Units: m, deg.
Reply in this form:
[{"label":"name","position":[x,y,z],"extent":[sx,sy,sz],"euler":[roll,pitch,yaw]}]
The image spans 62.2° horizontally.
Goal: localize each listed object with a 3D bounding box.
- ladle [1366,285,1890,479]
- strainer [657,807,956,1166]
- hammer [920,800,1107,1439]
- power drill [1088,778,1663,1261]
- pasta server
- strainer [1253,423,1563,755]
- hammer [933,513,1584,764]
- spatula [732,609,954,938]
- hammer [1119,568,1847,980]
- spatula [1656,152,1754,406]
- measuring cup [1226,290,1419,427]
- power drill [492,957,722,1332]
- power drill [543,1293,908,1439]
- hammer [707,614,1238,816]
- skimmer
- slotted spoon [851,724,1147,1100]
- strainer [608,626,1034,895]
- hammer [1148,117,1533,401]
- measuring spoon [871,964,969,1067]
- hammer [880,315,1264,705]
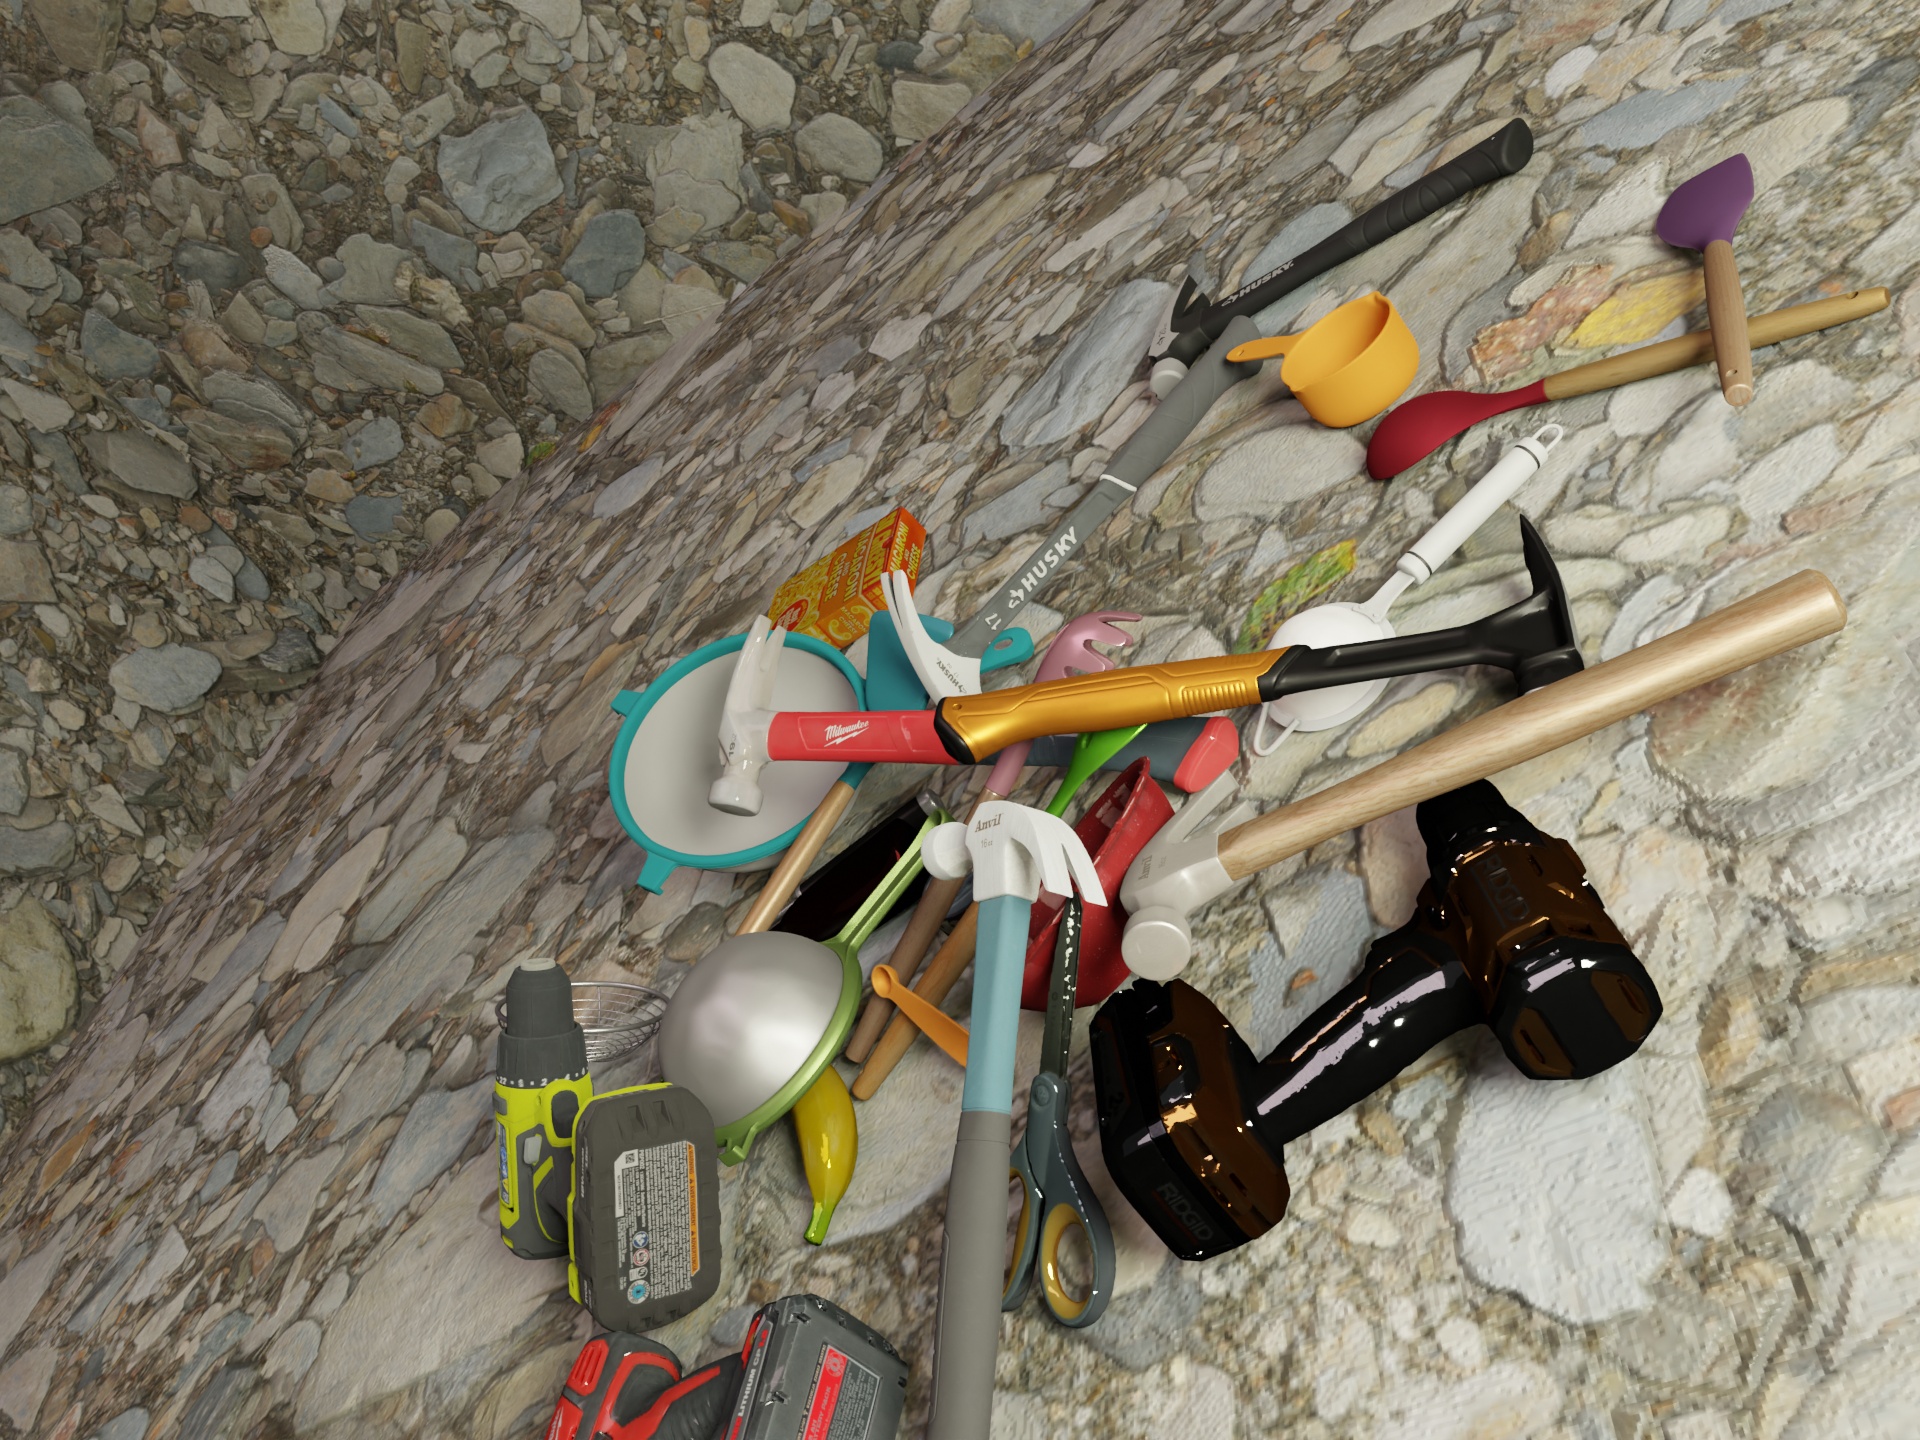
[{"label":"ladle","position":[0.368,-0.198,0.927],"extent":[0.315,0.031,0.069],"euler":[-10,43,47]},{"label":"strainer","position":[-0.103,0.142,0.988],"extent":[0.256,0.069,0.151],"euler":[-50,24,-10]},{"label":"hammer","position":[0.010,0.196,0.737],"extent":[0.128,0.033,0.331],"euler":[-25,54,54]},{"label":"power drill","position":[0.170,0.117,0.702],"extent":[0.226,0.084,0.185],"euler":[-33,21,15]},{"label":"pasta server","position":[0.015,0.069,0.940],"extent":[0.316,0.040,0.060],"euler":[-62,-8,7]},{"label":"strainer","position":[0.253,-0.083,0.913],"extent":[0.258,0.050,0.087],"euler":[-44,42,-5]},{"label":"hammer","position":[0.148,-0.028,0.846],"extent":[0.337,0.034,0.127],"euler":[-9,45,17]},{"label":"spatula","position":[-0.100,0.060,1.112],"extent":[0.082,0.044,0.318],"euler":[12,62,39]},{"label":"hammer","position":[0.223,0.016,0.717],"extent":[0.331,0.031,0.130],"euler":[-26,15,18]},{"label":"spatula","position":[0.426,-0.253,0.897],"extent":[0.060,0.018,0.316],"euler":[-26,24,35]},{"label":"measuring cup","position":[0.254,-0.251,1.137],"extent":[0.095,0.052,0.174],"euler":[-50,25,-10]},{"label":"power drill","position":[-0.231,0.257,0.980],"extent":[0.229,0.080,0.190],"euler":[6,98,57]},{"label":"power drill","position":[-0.142,0.384,0.776],"extent":[0.226,0.080,0.188],"euler":[-28,31,36]},{"label":"hammer","position":[-0.002,-0.003,1.032],"extent":[0.386,0.038,0.143],"euler":[0,71,34]},{"label":"skimmer","position":[-0.176,0.139,1.155],"extent":[0.363,0.090,0.127],"euler":[-37,-2,12]},{"label":"slotted spoon","position":[0.025,0.096,0.926],"extent":[0.313,0.031,0.070],"euler":[-56,9,9]},{"label":"strainer","position":[-0.097,0.018,1.228],"extent":[0.340,0.095,0.211],"euler":[-20,52,2]},{"label":"hammer","position":[0.297,-0.378,1.274],"extent":[0.335,0.035,0.146],"euler":[-26,33,34]},{"label":"measuring spoon","position":[-0.010,0.173,0.907],"extent":[0.117,0.011,0.021],"euler":[32,119,37]},{"label":"hammer","position":[0.101,-0.166,1.172],"extent":[0.409,0.149,0.036],"euler":[-49,23,-22]}]
